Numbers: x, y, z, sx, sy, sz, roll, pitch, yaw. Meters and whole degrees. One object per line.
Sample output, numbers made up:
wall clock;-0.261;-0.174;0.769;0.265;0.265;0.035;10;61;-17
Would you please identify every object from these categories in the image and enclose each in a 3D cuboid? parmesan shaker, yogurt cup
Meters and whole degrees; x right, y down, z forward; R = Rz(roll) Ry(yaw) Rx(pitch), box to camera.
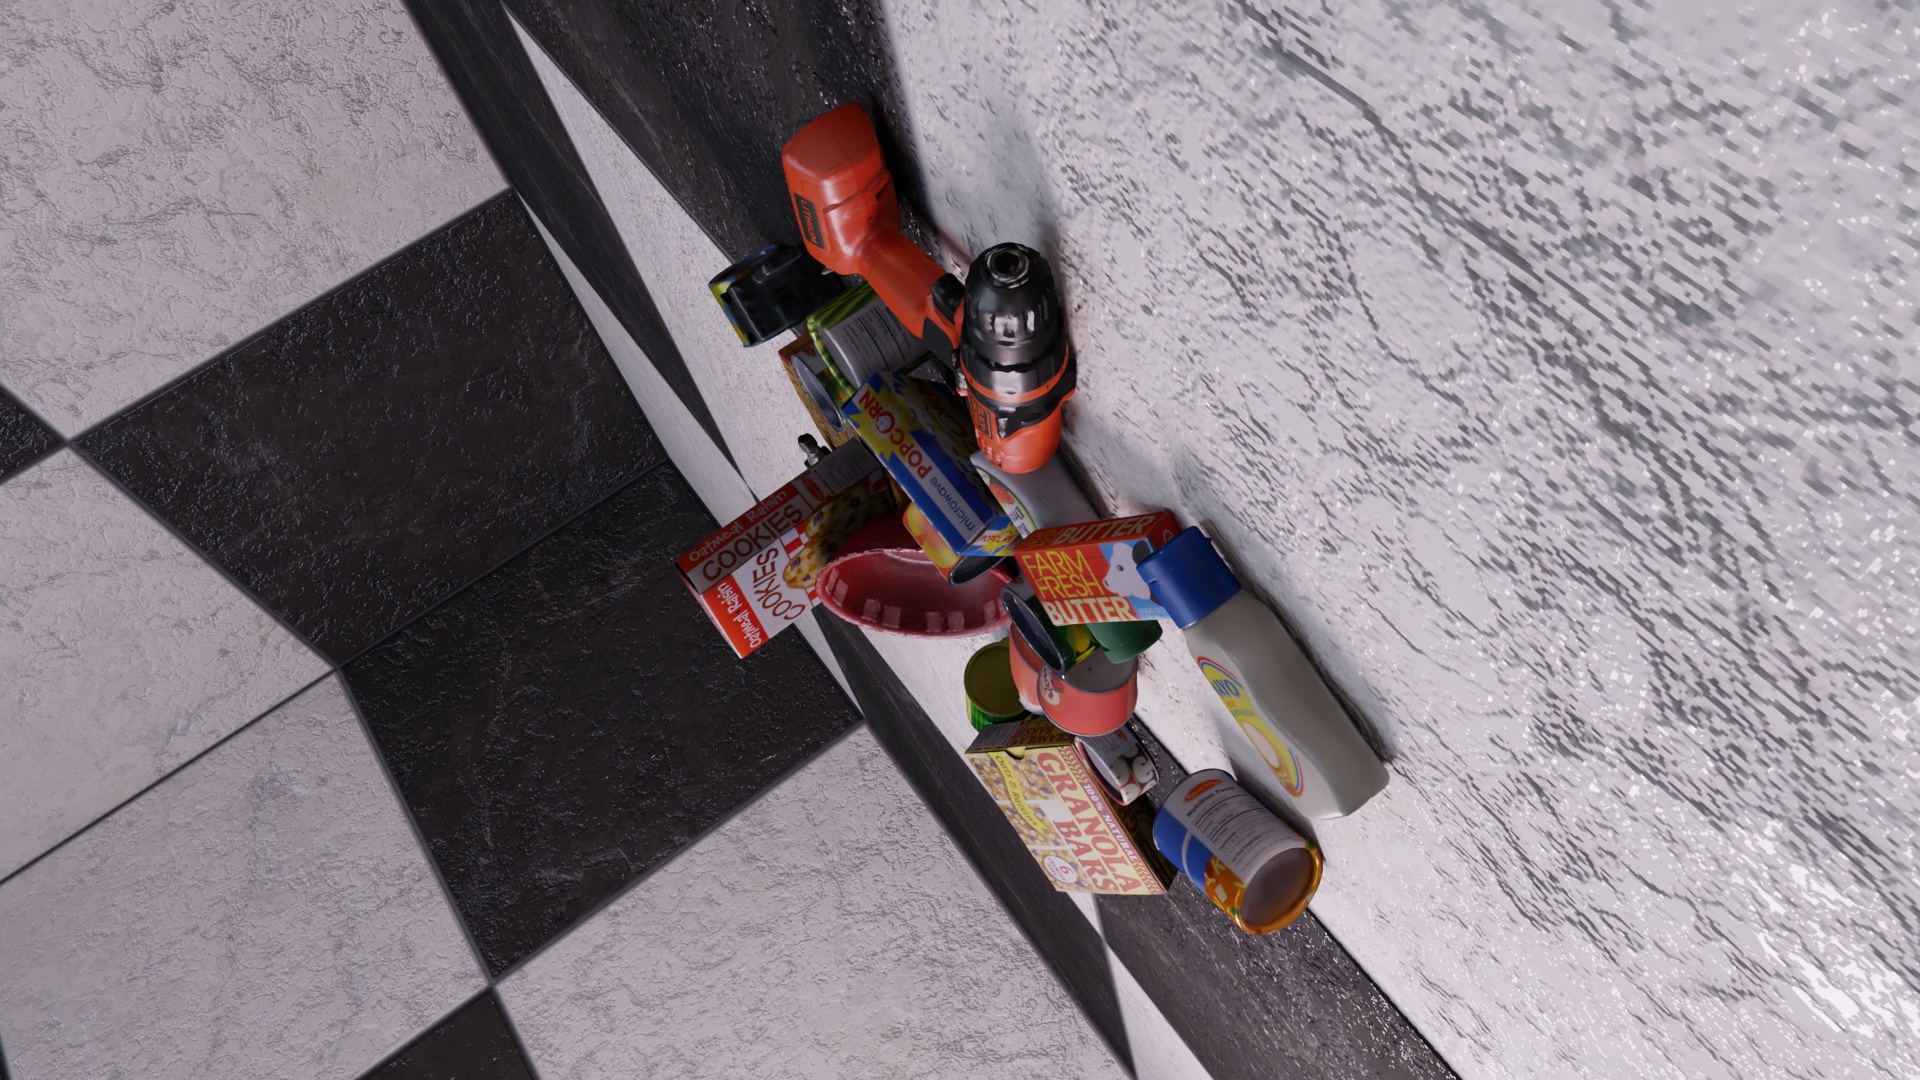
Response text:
parmesan shaker;0.038;0.133;1.231;0.071;0.071;0.102;52;169;17
yogurt cup;0.085;0.087;0.908;0.072;0.072;0.053;50;159;25

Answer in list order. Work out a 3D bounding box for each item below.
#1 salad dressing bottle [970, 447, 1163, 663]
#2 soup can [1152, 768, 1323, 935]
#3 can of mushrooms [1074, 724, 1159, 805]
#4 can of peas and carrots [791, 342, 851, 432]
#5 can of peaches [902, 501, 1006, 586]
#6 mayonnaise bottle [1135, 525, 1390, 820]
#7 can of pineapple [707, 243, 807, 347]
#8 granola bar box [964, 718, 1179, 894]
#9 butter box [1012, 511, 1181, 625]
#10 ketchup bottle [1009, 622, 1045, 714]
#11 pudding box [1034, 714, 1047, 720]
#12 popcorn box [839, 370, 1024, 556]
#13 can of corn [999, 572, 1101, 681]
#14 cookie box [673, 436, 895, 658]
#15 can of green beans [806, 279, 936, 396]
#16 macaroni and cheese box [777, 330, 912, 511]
salad dressing bottle;0.063;0.001;0.799;0.147;0.044;0.064;56;174;-5
soup can;0.168;0.190;0.843;0.084;0.071;0.071;39;160;53
can of mushrooms;0.120;0.170;1.068;0.071;0.033;0.070;52;167;17
can of peas and carrots;-0.079;-0.120;1.006;0.071;0.059;0.070;52;169;15
can of peaches;0.003;-0.012;0.961;0.058;0.071;0.071;52;168;18
mayonnaise bottle;0.140;0.062;0.661;0.148;0.041;0.064;54;168;3
can of pineapple;-0.156;-0.194;1.097;0.057;0.071;0.071;60;167;-21
granola bar box;0.094;0.225;1.169;0.124;0.039;0.165;-14;116;45
butter box;0.078;0.016;0.733;0.103;0.024;0.053;-7;119;50
ketchup bottle;0.064;0.101;1.077;0.065;0.043;0.148;53;168;17
pudding box;0.058;0.176;1.300;0.083;0.050;0.030;55;167;-3
popcorn box;-0.006;-0.047;0.865;0.127;0.038;0.085;51;-157;20
can of corn;0.068;0.042;0.859;0.071;0.058;0.071;52;168;16
cookie box;-0.129;0.008;1.086;0.040;0.168;0.122;48;167;26
can of green beans;-0.057;-0.130;0.886;0.071;0.058;0.071;52;168;16
macaroni and cheese box;-0.080;-0.091;1.132;0.167;0.040;0.123;40;162;52
